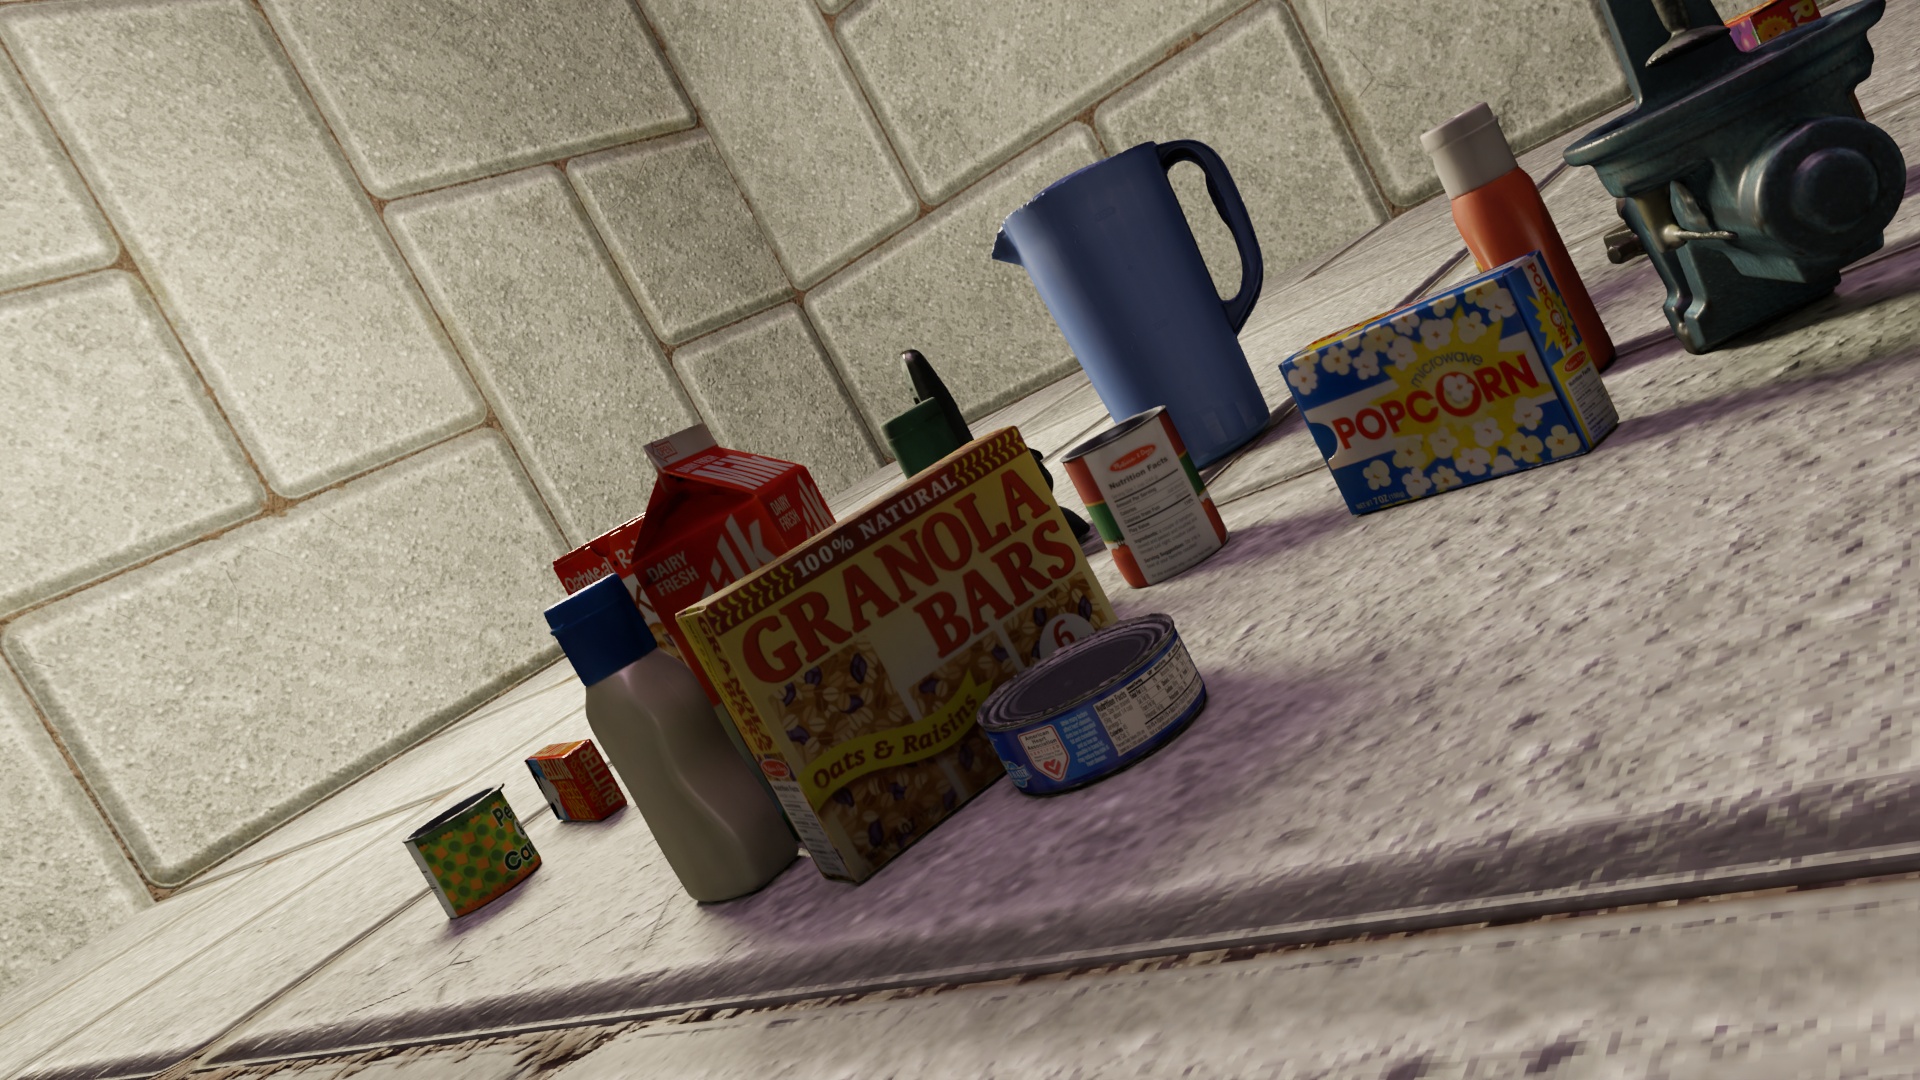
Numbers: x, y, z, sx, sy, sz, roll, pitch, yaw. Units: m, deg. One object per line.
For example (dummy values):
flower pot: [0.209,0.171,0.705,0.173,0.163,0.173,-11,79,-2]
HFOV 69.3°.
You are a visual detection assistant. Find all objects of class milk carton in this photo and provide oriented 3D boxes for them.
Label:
milk carton: [-0.085,0.034,0.644,0.073,0.190,0.072,-27,6,15]

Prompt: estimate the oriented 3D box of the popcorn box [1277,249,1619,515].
popcorn box: [0.220,-0.069,0.636,0.038,0.085,0.126,-33,8,-37]

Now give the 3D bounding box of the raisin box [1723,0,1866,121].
raisin box: [0.457,-0.236,0.779,0.040,0.123,0.086,-28,6,0]

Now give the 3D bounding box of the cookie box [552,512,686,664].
cookie box: [-0.167,0.064,0.850,0.122,0.167,0.040,-23,8,42]

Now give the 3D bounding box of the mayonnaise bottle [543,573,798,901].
mayonnaise bottle: [-0.130,0.086,0.609,0.064,0.148,0.041,-22,9,45]

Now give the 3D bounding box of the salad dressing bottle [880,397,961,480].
salad dressing bottle: [0.003,-0.010,0.805,0.044,0.147,0.064,-23,8,42]

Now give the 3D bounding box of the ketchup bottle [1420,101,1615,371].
ketchup bottle: [0.289,-0.153,0.723,0.043,0.148,0.065,-25,7,26]

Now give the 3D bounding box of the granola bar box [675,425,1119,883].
granola bar box: [-0.017,0.043,0.581,0.166,0.124,0.039,-32,7,-31]

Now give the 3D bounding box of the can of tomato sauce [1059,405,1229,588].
can of tomato sauce: [0.104,-0.025,0.783,0.071,0.083,0.071,-28,6,3]

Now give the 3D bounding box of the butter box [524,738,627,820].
butter box: [-0.269,0.168,0.969,0.024,0.053,0.103,-32,8,-32]

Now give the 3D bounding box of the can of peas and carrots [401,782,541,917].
can of peas and carrots: [-0.309,0.197,0.886,0.071,0.058,0.071,-28,6,3]
